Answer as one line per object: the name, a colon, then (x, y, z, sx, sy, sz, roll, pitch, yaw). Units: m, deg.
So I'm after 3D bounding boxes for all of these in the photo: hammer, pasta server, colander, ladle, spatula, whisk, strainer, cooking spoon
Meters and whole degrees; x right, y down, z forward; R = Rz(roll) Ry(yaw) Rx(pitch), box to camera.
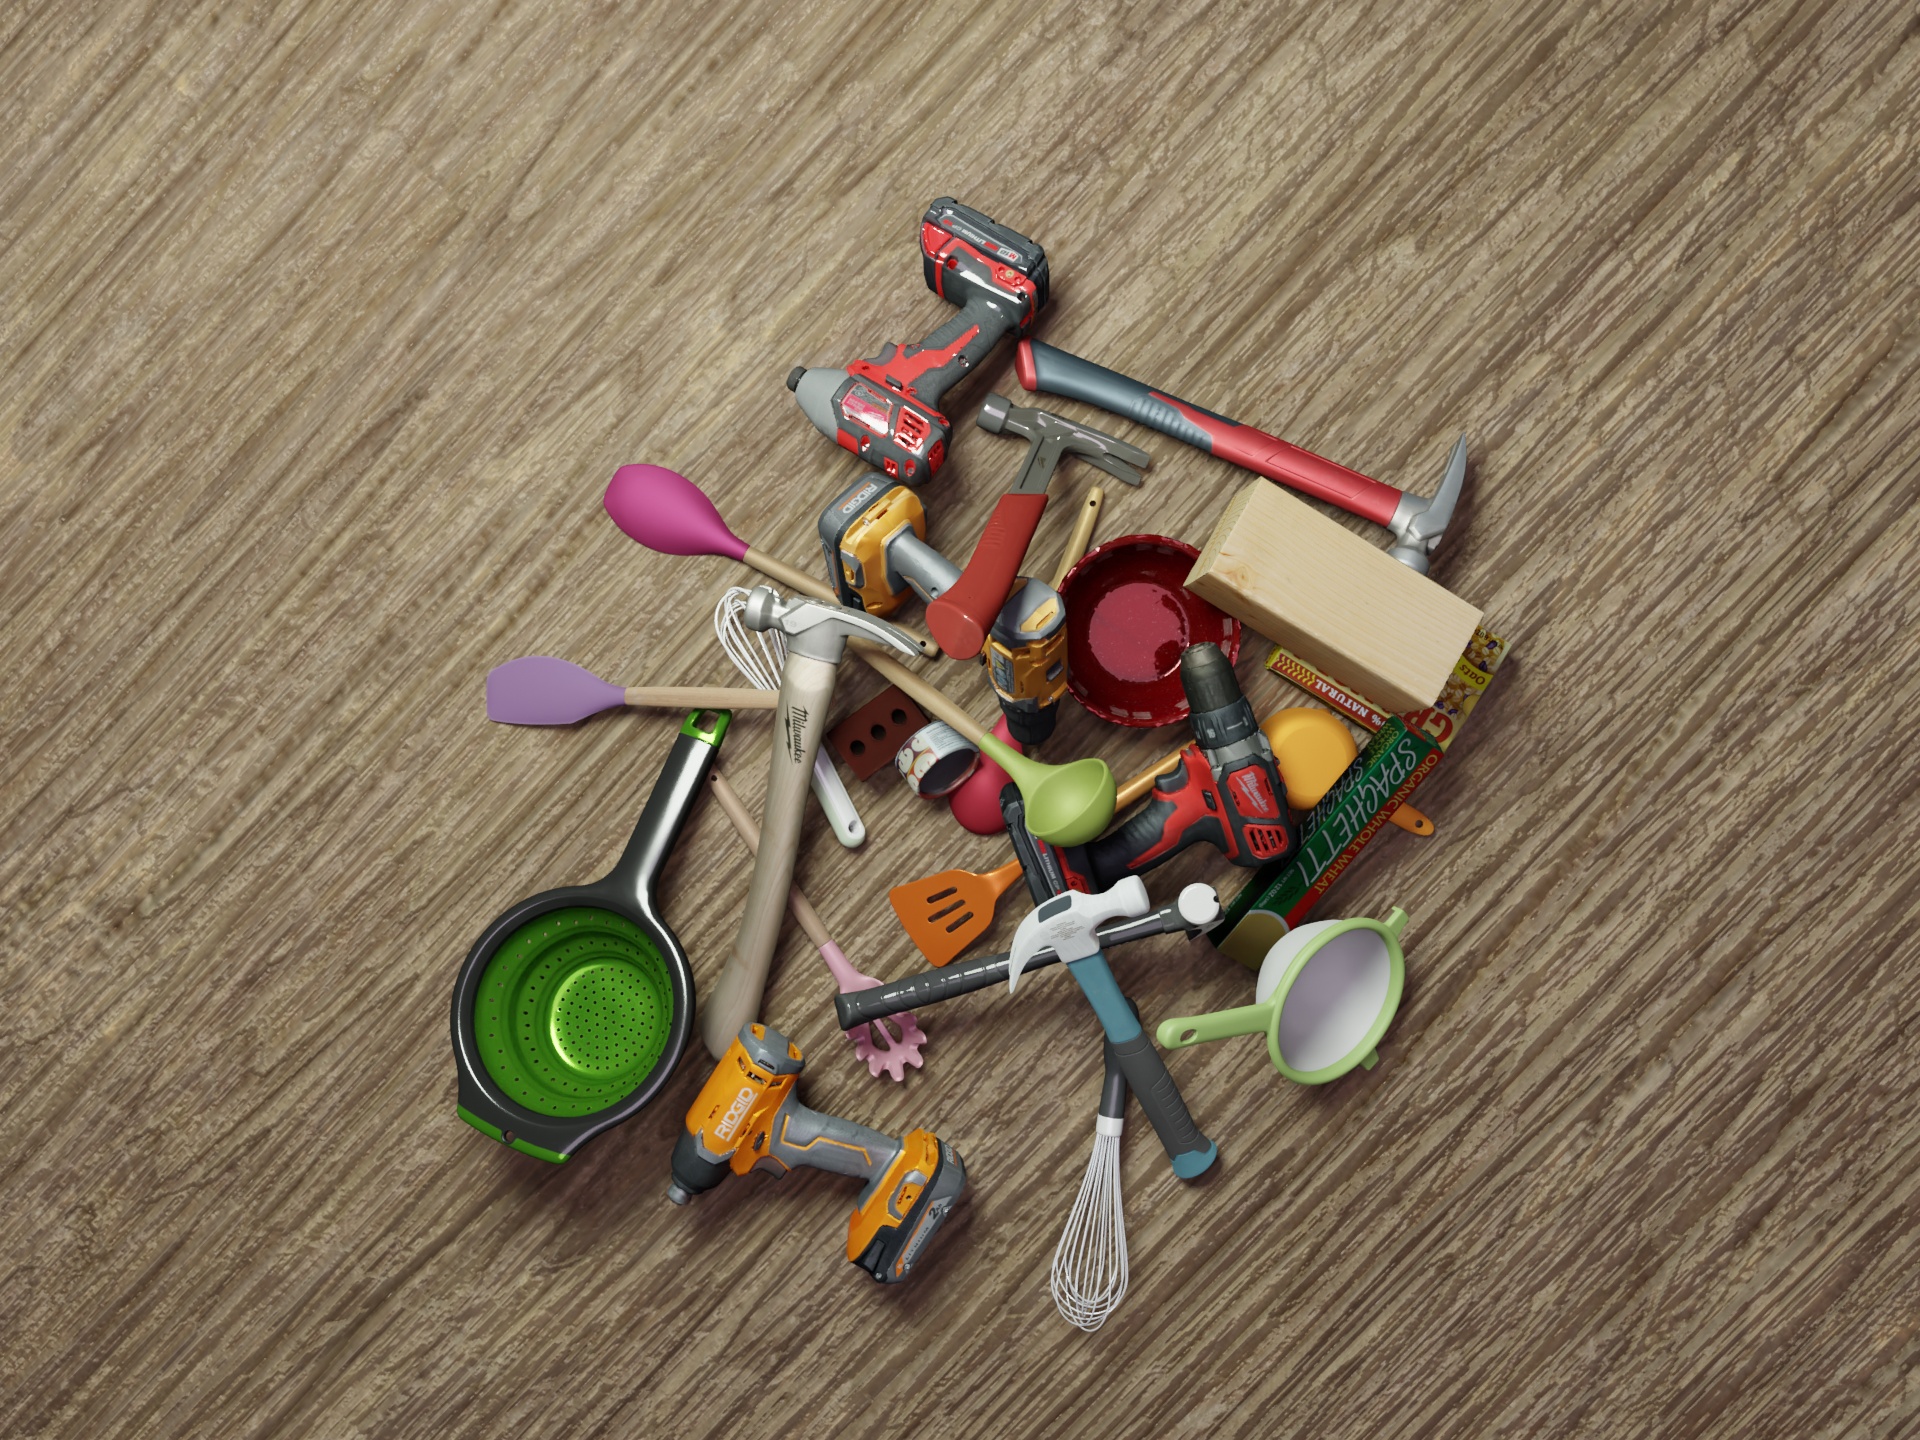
hammer: (0.054, 0.199, 1.319, 0.335, 0.146, 0.035, -17, 77, 6)
pasta server: (-0.132, 0.170, 1.370, 0.060, 0.040, 0.316, -34, 90, -7)
colander: (-0.281, 0.173, 1.352, 0.204, 0.094, 0.397, 21, 78, 12)
ladle: (-0.002, -0.004, 1.271, 0.320, 0.062, 0.078, 38, 78, 29)
hammer: (0.139, 0.262, 1.287, 0.128, 0.033, 0.330, -19, 123, 14)
spatula: (-0.259, -0.022, 1.351, 0.316, 0.018, 0.060, 2, 91, 12)
hammer: (0.050, -0.148, 1.215, 0.149, 0.359, 0.036, 22, 126, 0)
whisk: (-0.142, -0.002, 1.360, 0.058, 0.059, 0.246, -30, 97, -36)
strainer: (0.252, 0.228, 1.310, 0.256, 0.069, 0.151, -4, 110, -31)
whisk: (0.123, 0.379, 1.367, 0.070, 0.070, 0.284, 8, 87, 1)
hammer: (-0.142, 0.102, 1.321, 0.146, 0.038, 0.410, 16, 106, 11)
ladle: (0.064, -0.051, 1.363, 0.069, 0.031, 0.315, 20, 91, 4)
hammer: (0.230, -0.249, 1.337, 0.386, 0.038, 0.143, 24, 71, 5)
cooking spoon: (-0.161, -0.132, 1.368, 0.319, 0.017, 0.069, 27, 93, 1)
spatula: (0.090, 0.097, 1.371, 0.322, 0.041, 0.081, -33, 92, -2)

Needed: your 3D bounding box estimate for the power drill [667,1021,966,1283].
power drill: (-0.128, 0.378, 1.344, 0.226, 0.084, 0.164, 33, 94, -8)

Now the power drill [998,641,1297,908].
power drill: (0.147, 0.053, 1.297, 0.226, 0.080, 0.188, -19, 99, 2)

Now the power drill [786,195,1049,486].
power drill: (-0.034, -0.308, 1.295, 0.143, 0.078, 0.220, 31, 77, 12)

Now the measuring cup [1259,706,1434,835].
measuring cup: (0.329, 0.054, 1.346, 0.173, 0.052, 0.095, 29, 92, 2)

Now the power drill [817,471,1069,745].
power drill: (-0.004, -0.082, 1.295, 0.226, 0.185, 0.084, 36, 68, 24)
